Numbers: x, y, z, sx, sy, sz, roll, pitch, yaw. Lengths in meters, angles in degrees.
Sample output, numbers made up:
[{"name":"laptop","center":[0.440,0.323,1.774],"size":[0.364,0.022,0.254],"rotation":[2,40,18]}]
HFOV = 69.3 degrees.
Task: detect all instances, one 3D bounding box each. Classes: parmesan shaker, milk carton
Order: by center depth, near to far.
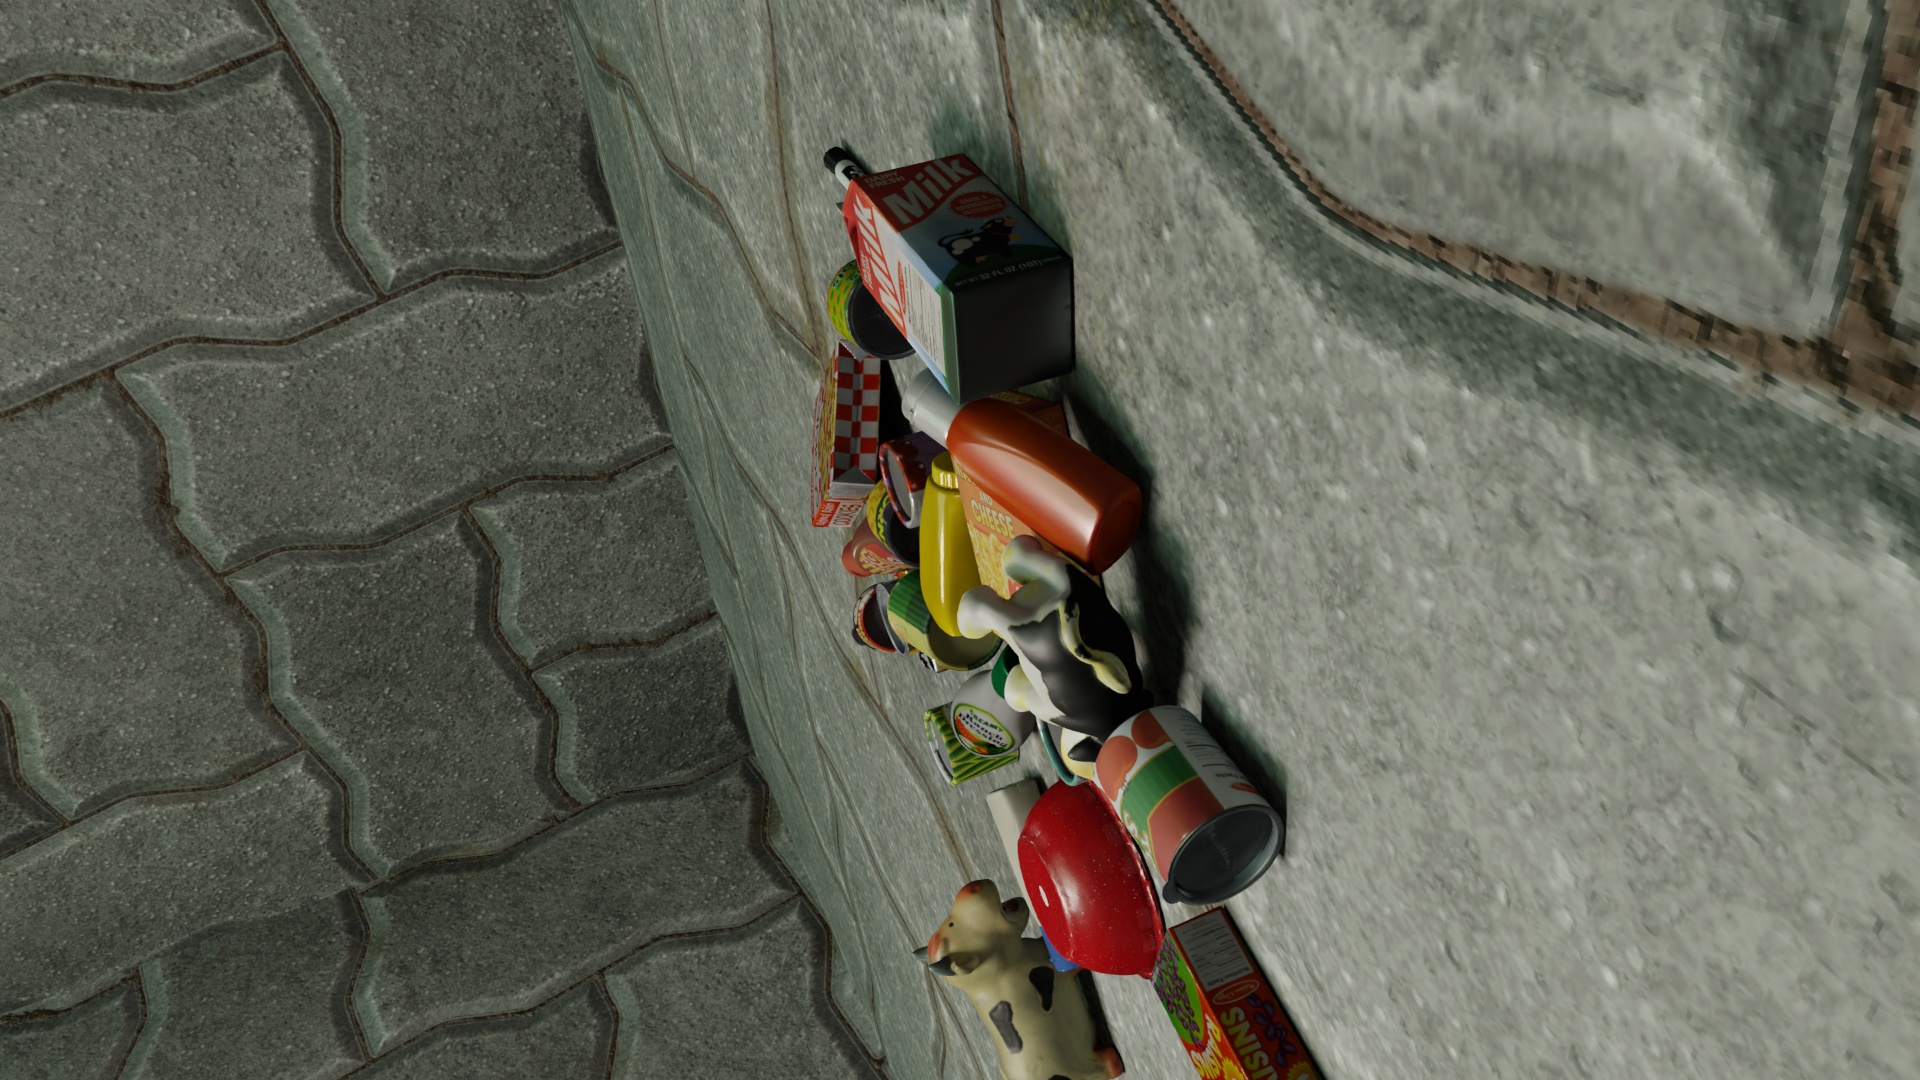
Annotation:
[{"name":"milk carton","center":[-0.009,-0.164,0.803],"size":[0.191,0.072,0.073],"rotation":[-125,23,-45]},{"name":"parmesan shaker","center":[-0.010,0.062,1.088],"size":[0.103,0.071,0.071],"rotation":[-160,53,-70]}]

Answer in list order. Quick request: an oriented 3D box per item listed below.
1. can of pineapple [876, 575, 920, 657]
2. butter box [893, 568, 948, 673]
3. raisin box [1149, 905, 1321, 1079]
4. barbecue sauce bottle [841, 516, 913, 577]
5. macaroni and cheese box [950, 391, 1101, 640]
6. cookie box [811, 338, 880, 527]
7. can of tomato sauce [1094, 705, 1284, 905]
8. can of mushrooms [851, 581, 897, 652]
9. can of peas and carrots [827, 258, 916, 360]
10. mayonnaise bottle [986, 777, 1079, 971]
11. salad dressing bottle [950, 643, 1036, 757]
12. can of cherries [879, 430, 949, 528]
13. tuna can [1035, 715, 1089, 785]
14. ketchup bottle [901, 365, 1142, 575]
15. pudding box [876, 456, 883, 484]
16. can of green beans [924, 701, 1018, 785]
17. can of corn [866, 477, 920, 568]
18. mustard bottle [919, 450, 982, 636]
[{"name":"can of pineapple","center":[-0.032,0.060,1.171],"size":[0.071,0.058,0.071],"rotation":[163,89,-75]},{"name":"butter box","center":[-0.032,0.064,1.244],"size":[0.053,0.024,0.103],"rotation":[-174,66,-73]},{"name":"raisin box","center":[0.159,0.288,0.802],"size":[0.085,0.040,0.124],"rotation":[93,156,-51]},{"name":"barbecue sauce bottle","center":[-0.064,0.005,1.184],"size":[0.148,0.065,0.044],"rotation":[-22,50,68]},{"name":"macaroni and cheese box","center":[0.040,-0.007,0.873],"size":[0.124,0.040,0.166],"rotation":[-151,45,-67]},{"name":"cookie box","center":[-0.102,-0.088,1.202],"size":[0.167,0.040,0.123],"rotation":[135,137,-73]},{"name":"can of tomato sauce","center":[0.115,0.137,0.721],"size":[0.083,0.071,0.070],"rotation":[-127,24,-51]},{"name":"can of mushrooms","center":[-0.066,0.072,1.283],"size":[0.033,0.071,0.071],"rotation":[167,85,-73]},{"name":"can of peas and carrots","center":[-0.056,-0.167,0.977],"size":[0.059,0.071,0.070],"rotation":[-139,34,-63]},{"name":"mayonnaise bottle","center":[0.066,0.264,1.103],"size":[0.064,0.041,0.148],"rotation":[127,122,-74]},{"name":"salad dressing bottle","center":[0.032,0.116,1.029],"size":[0.064,0.044,0.147],"rotation":[34,151,6]},{"name":"can of cherries","center":[-0.022,-0.050,1.006],"size":[0.071,0.058,0.071],"rotation":[162,89,-75]},{"name":"tuna can","center":[0.078,0.128,0.914],"size":[0.071,0.033,0.071],"rotation":[163,89,-75]},{"name":"ketchup bottle","center":[0.030,-0.044,0.763],"size":[0.149,0.044,0.064],"rotation":[38,151,26]},{"name":"pudding box","center":[-0.058,-0.044,1.196],"size":[0.083,0.030,0.049],"rotation":[139,111,-74]},{"name":"can of green beans","center":[0.008,0.162,1.149],"size":[0.071,0.058,0.071],"rotation":[163,89,-75]},{"name":"can of corn","center":[-0.036,-0.019,1.072],"size":[0.058,0.071,0.071],"rotation":[-142,36,-65]},{"name":"mustard bottle","center":[0.003,-0.012,0.963],"size":[0.049,0.065,0.159],"rotation":[42,142,51]}]
